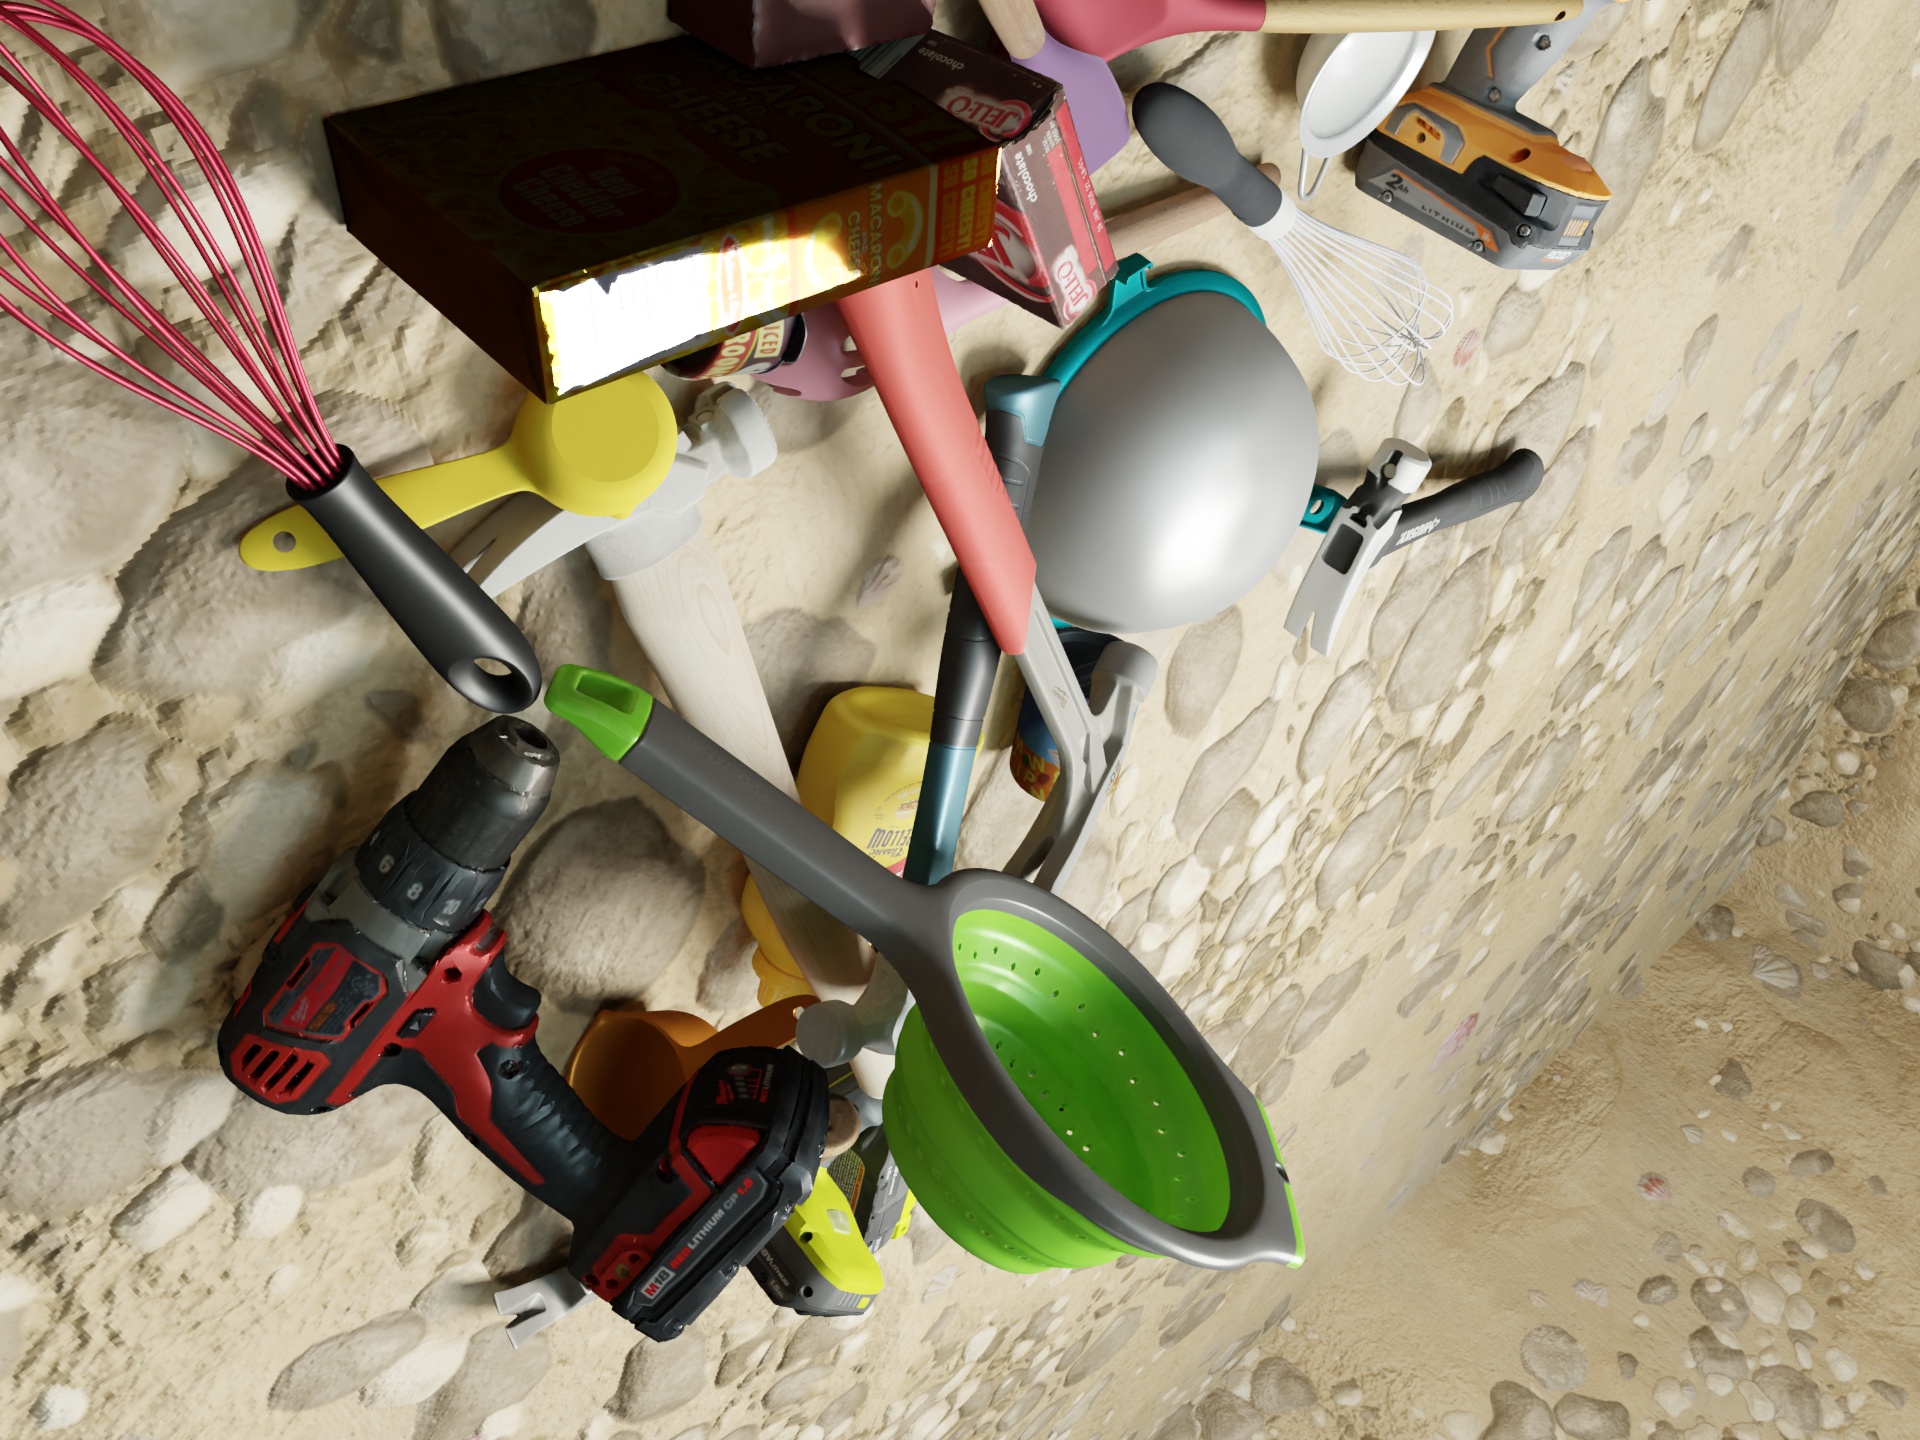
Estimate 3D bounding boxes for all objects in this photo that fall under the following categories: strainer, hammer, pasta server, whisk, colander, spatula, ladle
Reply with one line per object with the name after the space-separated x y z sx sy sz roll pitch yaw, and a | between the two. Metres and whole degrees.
0.159 -0.118 0.884 0.340 0.095 0.211 2 121 -50 | strainer
-0.094 0.054 0.731 0.146 0.038 0.410 -36 134 -19 | hammer
0.326 -0.139 1.085 0.335 0.035 0.146 -22 145 -50 | hammer
-0.146 0.259 0.824 0.130 0.031 0.331 -18 163 -42 | hammer
0.039 -0.208 0.711 0.316 0.040 0.060 -32 144 -34 | pasta server
-0.203 -0.088 0.476 0.073 0.073 0.295 -42 144 -12 | whisk
0.010 -0.064 0.680 0.149 0.037 0.358 -62 148 -24 | hammer
-0.027 0.123 0.669 0.396 0.205 0.094 38 110 -19 | colander
-0.001 -0.002 0.759 0.128 0.033 0.331 2 101 -58 | hammer
0.015 -0.249 0.558 0.060 0.018 0.315 -37 169 10 | spatula
0.166 -0.232 0.774 0.284 0.070 0.070 17 109 -49 | whisk
0.147 -0.301 0.676 0.315 0.031 0.069 -13 159 -24 | ladle
0.221 -0.352 0.715 0.087 0.050 0.258 -18 157 -44 | strainer

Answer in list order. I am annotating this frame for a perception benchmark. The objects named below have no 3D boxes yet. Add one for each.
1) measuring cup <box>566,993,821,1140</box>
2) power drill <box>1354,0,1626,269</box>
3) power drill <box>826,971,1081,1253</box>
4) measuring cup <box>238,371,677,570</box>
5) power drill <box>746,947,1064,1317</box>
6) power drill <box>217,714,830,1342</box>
-0.123 0.175 0.805 0.173 0.095 0.052 -30 160 25 | measuring cup
0.314 -0.335 0.771 0.084 0.185 0.226 -15 137 -45 | power drill
0.000 0.251 1.089 0.228 0.080 0.190 -23 140 -40 | power drill
-0.171 -0.084 0.553 0.156 0.029 0.062 -25 100 -24 | measuring cup
-0.039 0.235 0.938 0.223 0.171 0.080 -47 148 1 | power drill
-0.159 0.122 0.640 0.188 0.226 0.080 -49 -168 14 | power drill
